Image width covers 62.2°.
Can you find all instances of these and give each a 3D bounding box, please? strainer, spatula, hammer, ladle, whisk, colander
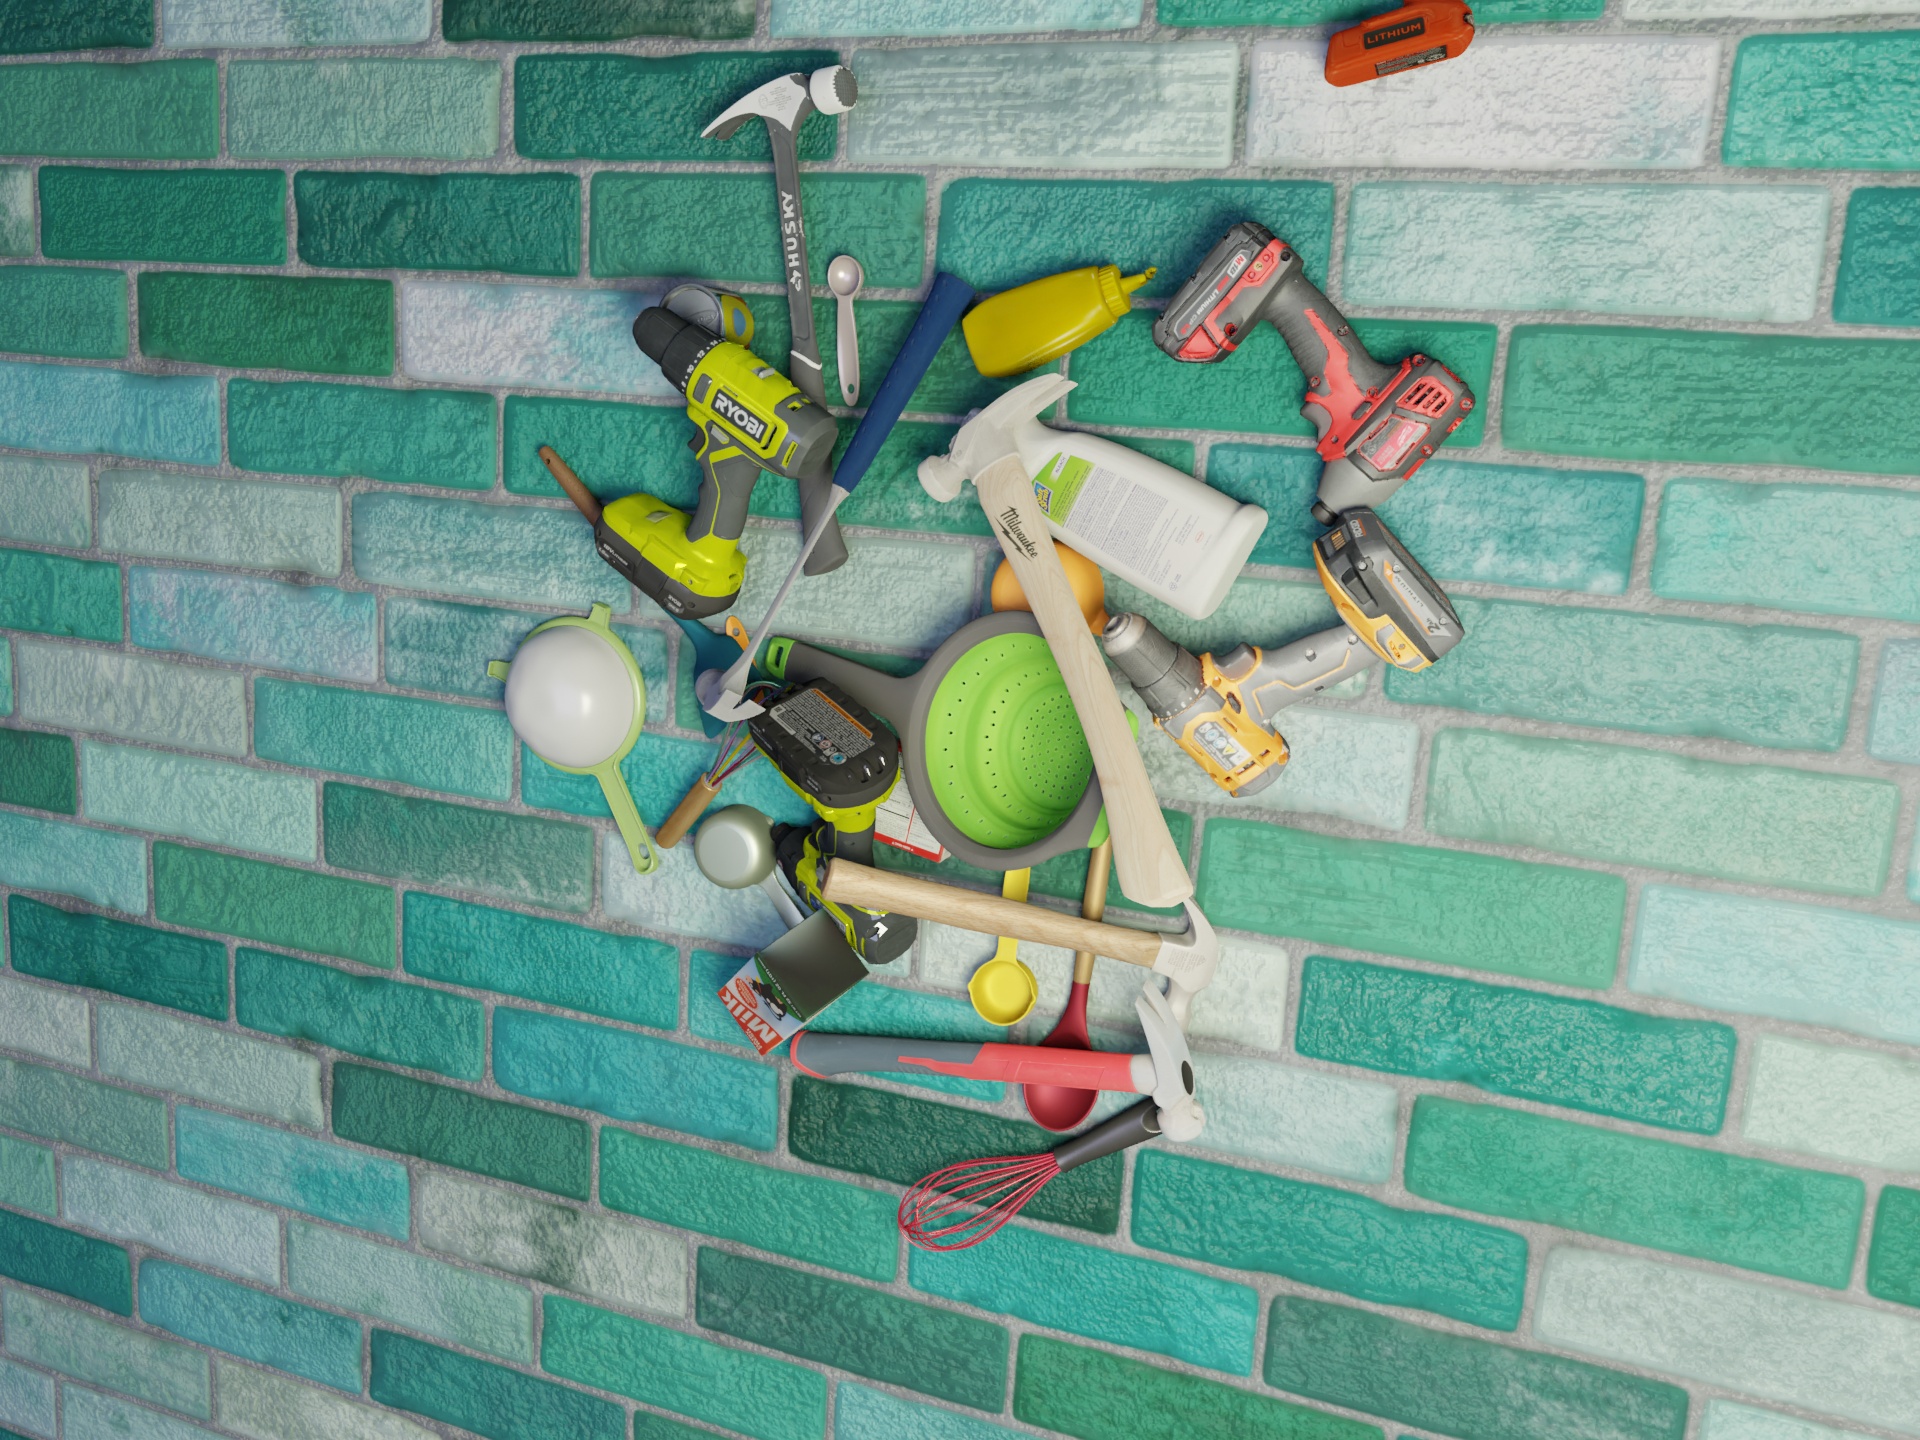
[{"bbox_3d":[-0.351,0.029,1.472,0.151,0.069,0.256,-25,88,23],"label":"strainer"},{"bbox_3d":[-0.288,-0.129,1.436,0.082,0.044,0.317,-44,81,26],"label":"spatula"},{"bbox_3d":[0.090,-0.059,1.176,0.146,0.038,0.411,-33,66,31],"label":"hammer"},{"bbox_3d":[-0.100,-0.178,1.289,0.035,0.144,0.405,29,91,-19],"label":"hammer"},{"bbox_3d":[-0.137,-0.325,1.342,0.149,0.036,0.409,3,103,34],"label":"hammer"},{"bbox_3d":[0.105,0.197,1.349,0.069,0.031,0.315,13,101,23],"label":"ladle"},{"bbox_3d":[0.011,0.277,1.347,0.386,0.038,0.143,-3,119,32],"label":"hammer"},{"bbox_3d":[0.070,0.388,1.380,0.296,0.073,0.073,-29,88,16],"label":"whisk"},{"bbox_3d":[-0.213,0.043,1.410,0.051,0.047,0.245,22,132,-26],"label":"whisk"},{"bbox_3d":[-0.002,-0.004,1.325,0.397,0.094,0.204,20,98,37],"label":"colander"},{"bbox_3d":[0.052,0.160,1.279,0.331,0.031,0.130,14,107,-12],"label":"hammer"}]

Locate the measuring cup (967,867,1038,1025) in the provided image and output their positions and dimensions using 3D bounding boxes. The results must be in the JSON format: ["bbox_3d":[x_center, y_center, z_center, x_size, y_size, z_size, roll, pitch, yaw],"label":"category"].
[{"bbox_3d":[0.046,0.184,1.375,0.062,0.029,0.156,8,90,20],"label":"measuring cup"}]

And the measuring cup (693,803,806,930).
[{"bbox_3d":[-0.181,0.153,1.443,0.083,0.038,0.167,-39,82,22],"label":"measuring cup"}]

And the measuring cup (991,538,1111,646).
[{"bbox_3d":[0.101,-0.079,1.289,0.174,0.052,0.095,36,109,14],"label":"measuring cup"}]

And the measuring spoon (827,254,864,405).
[{"bbox_3d":[-0.092,-0.329,1.346,0.034,0.018,0.124,9,109,32],"label":"measuring spoon"}]

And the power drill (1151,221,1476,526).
[{"bbox_3d":[0.257,-0.256,1.191,0.220,0.078,0.143,43,111,7],"label":"power drill"}]

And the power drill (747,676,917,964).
[{"bbox_3d":[-0.112,0.082,1.333,0.171,0.080,0.223,38,145,35],"label":"power drill"}]

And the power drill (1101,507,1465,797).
[{"bbox_3d":[0.235,-0.061,1.196,0.226,0.084,0.185,-38,115,23],"label":"power drill"}]

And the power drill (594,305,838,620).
[{"bbox_3d":[-0.225,-0.218,1.346,0.190,0.080,0.228,38,125,8],"label":"power drill"}]

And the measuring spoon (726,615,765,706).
[{"bbox_3d":[-0.188,-0.039,1.433,0.021,0.011,0.117,-19,88,22],"label":"measuring spoon"}]
